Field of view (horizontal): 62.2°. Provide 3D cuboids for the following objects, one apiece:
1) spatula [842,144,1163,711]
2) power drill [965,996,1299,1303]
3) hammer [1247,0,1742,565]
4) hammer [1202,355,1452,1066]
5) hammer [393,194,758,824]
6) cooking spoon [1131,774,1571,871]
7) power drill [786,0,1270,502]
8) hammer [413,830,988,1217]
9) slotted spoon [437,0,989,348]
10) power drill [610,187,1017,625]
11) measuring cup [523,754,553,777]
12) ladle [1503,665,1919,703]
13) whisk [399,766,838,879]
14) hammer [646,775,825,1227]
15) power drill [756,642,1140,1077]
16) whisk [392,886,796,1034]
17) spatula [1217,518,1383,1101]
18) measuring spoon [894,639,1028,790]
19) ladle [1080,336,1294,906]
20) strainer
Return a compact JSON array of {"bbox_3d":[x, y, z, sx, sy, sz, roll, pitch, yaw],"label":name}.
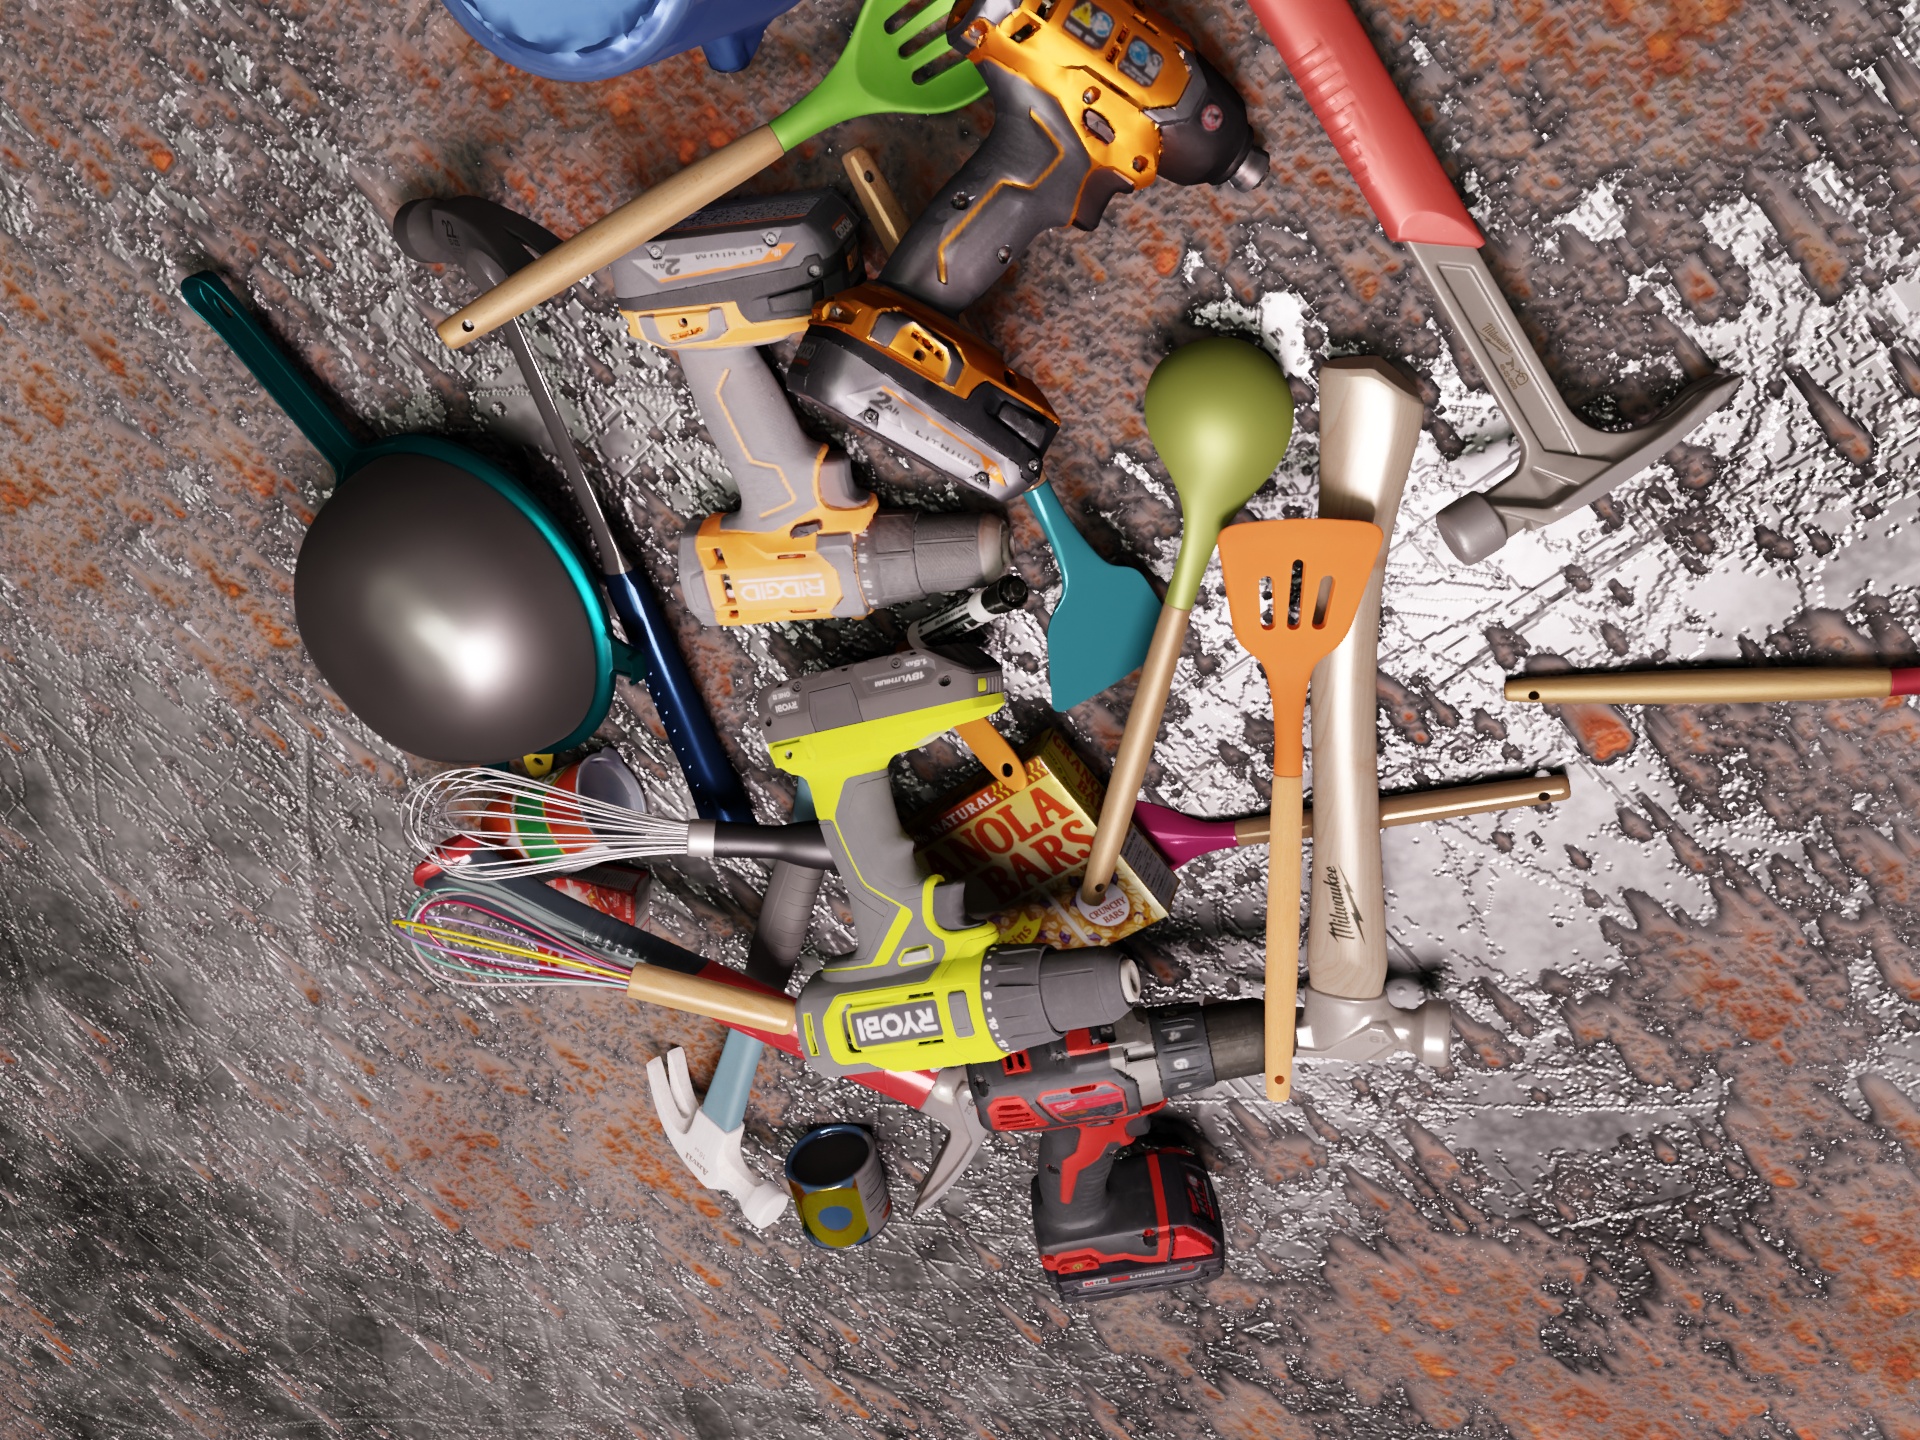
[{"bbox_3d":[0.020,-0.143,0.810,0.082,0.044,0.317,-32,112,-5],"label":"spatula"},{"bbox_3d":[0.113,0.250,0.957,0.188,0.080,0.226,-11,130,4],"label":"power drill"},{"bbox_3d":[0.205,-0.254,0.719,0.149,0.037,0.359,-34,103,7],"label":"hammer"},{"bbox_3d":[0.199,0.010,0.865,0.146,0.038,0.410,3,116,17],"label":"hammer"},{"bbox_3d":[-0.196,-0.094,0.897,0.144,0.035,0.405,21,138,48],"label":"hammer"},{"bbox_3d":[0.186,0.062,0.925,0.319,0.017,0.068,-10,116,21],"label":"cooking spoon"},{"bbox_3d":[0.036,-0.219,0.727,0.164,0.084,0.226,26,96,-21],"label":"power drill"},{"bbox_3d":[-0.161,0.180,0.994,0.386,0.038,0.143,25,113,-3],"label":"hammer"},{"bbox_3d":[-0.110,-0.262,0.746,0.314,0.031,0.070,-32,116,0],"label":"slotted spoon"},{"bbox_3d":[-0.074,-0.155,0.836,0.185,0.084,0.226,-2,122,13],"label":"power drill"},{"bbox_3d":[-0.256,-0.023,0.993,0.062,0.029,0.156,22,134,4],"label":"measuring cup"},{"bbox_3d":[0.443,-0.021,0.810,0.315,0.031,0.069,-2,119,17],"label":"ladle"},{"bbox_3d":[-0.185,0.068,0.939,0.284,0.070,0.070,4,121,-5],"label":"whisk"},{"bbox_3d":[-0.129,0.176,1.043,0.128,0.033,0.330,33,119,26],"label":"hammer"},{"bbox_3d":[-0.012,0.077,0.873,0.190,0.080,0.228,-12,90,21],"label":"power drill"},{"bbox_3d":[-0.217,0.148,0.949,0.245,0.051,0.047,15,135,-3],"label":"whisk"},{"bbox_3d":[0.171,0.054,0.831,0.081,0.041,0.322,0,104,4],"label":"spatula"},{"bbox_3d":[-0.001,-0.003,0.908,0.117,0.011,0.021,49,120,20],"label":"measuring spoon"},{"bbox_3d":[0.104,-0.043,0.842,0.078,0.062,0.320,4,117,-17],"label":"ladle"},{"bbox_3d":[-0.347,-0.100,0.901,0.211,0.095,0.340,-28,104,43],"label":"strainer"}]
